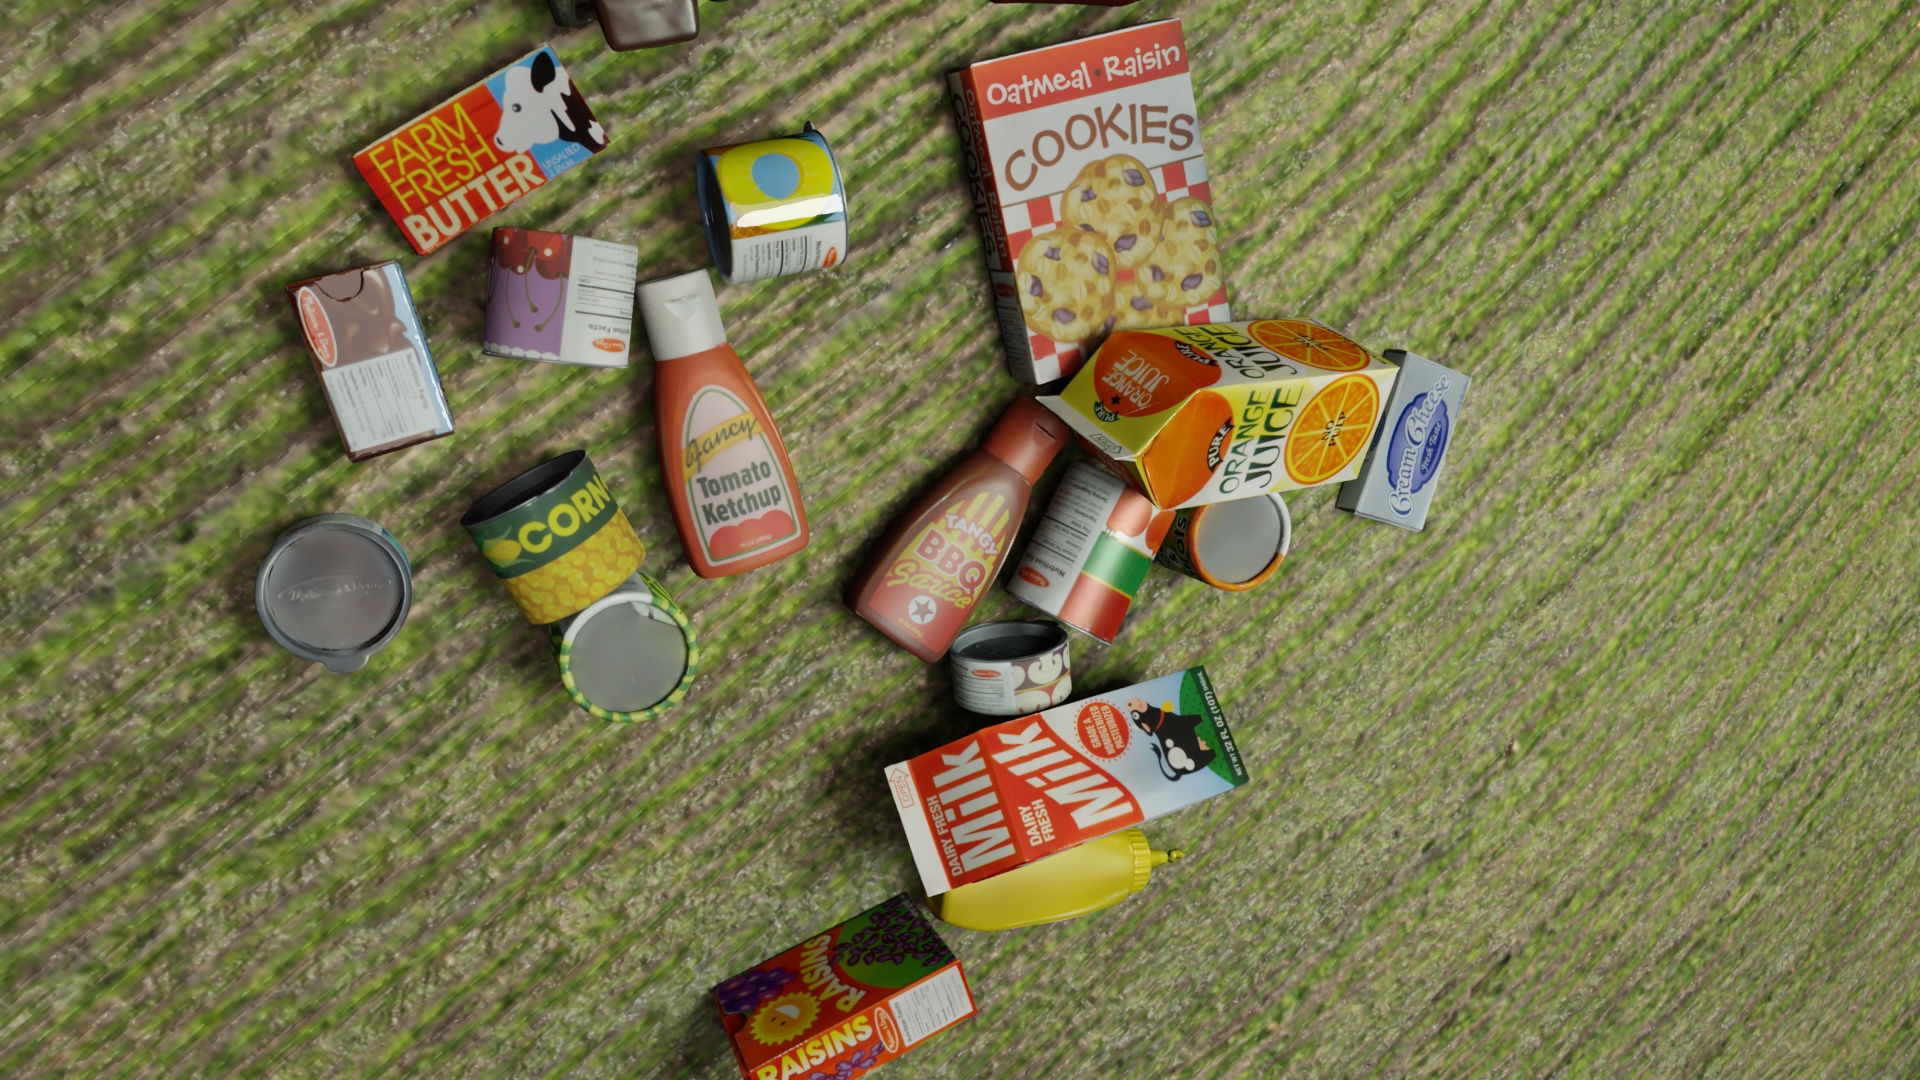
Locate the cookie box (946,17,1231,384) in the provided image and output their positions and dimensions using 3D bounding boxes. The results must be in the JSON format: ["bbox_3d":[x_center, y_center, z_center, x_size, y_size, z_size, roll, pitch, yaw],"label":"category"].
[{"bbox_3d":[0.071,-0.182,0.746,0.123,0.040,0.167,-19,108,-17],"label":"cookie box"}]

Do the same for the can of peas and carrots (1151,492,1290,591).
[{"bbox_3d":[0.145,-0.007,0.799,0.071,0.059,0.070,-4,102,-21],"label":"can of peas and carrots"}]

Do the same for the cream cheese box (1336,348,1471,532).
[{"bbox_3d":[0.274,-0.061,0.858,0.053,0.024,0.103,15,95,-23],"label":"cream cheese box"}]

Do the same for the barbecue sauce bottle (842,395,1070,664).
[{"bbox_3d":[0.003,-0.009,0.751,0.065,0.044,0.148,37,85,-22],"label":"barbecue sauce bottle"}]

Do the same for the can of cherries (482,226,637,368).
[{"bbox_3d":[-0.188,-0.112,0.644,0.071,0.071,0.058,3,99,-22],"label":"can of cherries"}]

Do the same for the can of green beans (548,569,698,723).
[{"bbox_3d":[-0.167,0.051,0.688,0.071,0.058,0.071,-5,102,-21],"label":"can of green beans"}]

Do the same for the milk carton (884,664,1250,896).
[{"bbox_3d":[0.053,0.131,0.754,0.191,0.073,0.072,-13,74,-29],"label":"milk carton"}]

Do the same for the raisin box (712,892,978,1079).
[{"bbox_3d":[-0.064,0.250,0.753,0.124,0.086,0.040,-24,110,-16],"label":"raisin box"}]

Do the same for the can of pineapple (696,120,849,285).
[{"bbox_3d":[-0.092,-0.162,0.672,0.058,0.071,0.070,-15,106,-18],"label":"can of pineapple"}]

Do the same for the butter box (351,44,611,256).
[{"bbox_3d":[-0.220,-0.179,0.640,0.104,0.024,0.053,-36,110,-12],"label":"butter box"}]

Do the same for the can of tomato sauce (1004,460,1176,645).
[{"bbox_3d":[0.073,0.007,0.770,0.071,0.071,0.083,27,89,-24],"label":"can of tomato sauce"}]

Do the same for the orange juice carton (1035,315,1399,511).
[{"bbox_3d":[0.136,-0.069,0.744,0.193,0.072,0.072,-9,127,-33],"label":"orange juice carton"}]

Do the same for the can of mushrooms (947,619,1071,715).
[{"bbox_3d":[0.029,0.069,0.765,0.071,0.071,0.033,-11,105,-19],"label":"can of mushrooms"}]

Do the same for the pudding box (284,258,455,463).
[{"bbox_3d":[-0.269,-0.083,0.636,0.050,0.030,0.083,-19,107,-16],"label":"pudding box"}]

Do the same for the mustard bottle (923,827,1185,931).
[{"bbox_3d":[0.058,0.189,0.809,0.160,0.049,0.065,3,95,-22],"label":"mustard bottle"}]

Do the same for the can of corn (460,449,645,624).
[{"bbox_3d":[-0.191,-0.002,0.661,0.071,0.071,0.058,-32,111,-13],"label":"can of corn"}]

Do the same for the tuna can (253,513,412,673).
[{"bbox_3d":[-0.290,0.024,0.647,0.071,0.033,0.071,-4,102,-21],"label":"tuna can"}]

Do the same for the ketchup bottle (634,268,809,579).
[{"bbox_3d":[-0.124,-0.059,0.691,0.065,0.043,0.148,-19,106,-17],"label":"ketchup bottle"}]
